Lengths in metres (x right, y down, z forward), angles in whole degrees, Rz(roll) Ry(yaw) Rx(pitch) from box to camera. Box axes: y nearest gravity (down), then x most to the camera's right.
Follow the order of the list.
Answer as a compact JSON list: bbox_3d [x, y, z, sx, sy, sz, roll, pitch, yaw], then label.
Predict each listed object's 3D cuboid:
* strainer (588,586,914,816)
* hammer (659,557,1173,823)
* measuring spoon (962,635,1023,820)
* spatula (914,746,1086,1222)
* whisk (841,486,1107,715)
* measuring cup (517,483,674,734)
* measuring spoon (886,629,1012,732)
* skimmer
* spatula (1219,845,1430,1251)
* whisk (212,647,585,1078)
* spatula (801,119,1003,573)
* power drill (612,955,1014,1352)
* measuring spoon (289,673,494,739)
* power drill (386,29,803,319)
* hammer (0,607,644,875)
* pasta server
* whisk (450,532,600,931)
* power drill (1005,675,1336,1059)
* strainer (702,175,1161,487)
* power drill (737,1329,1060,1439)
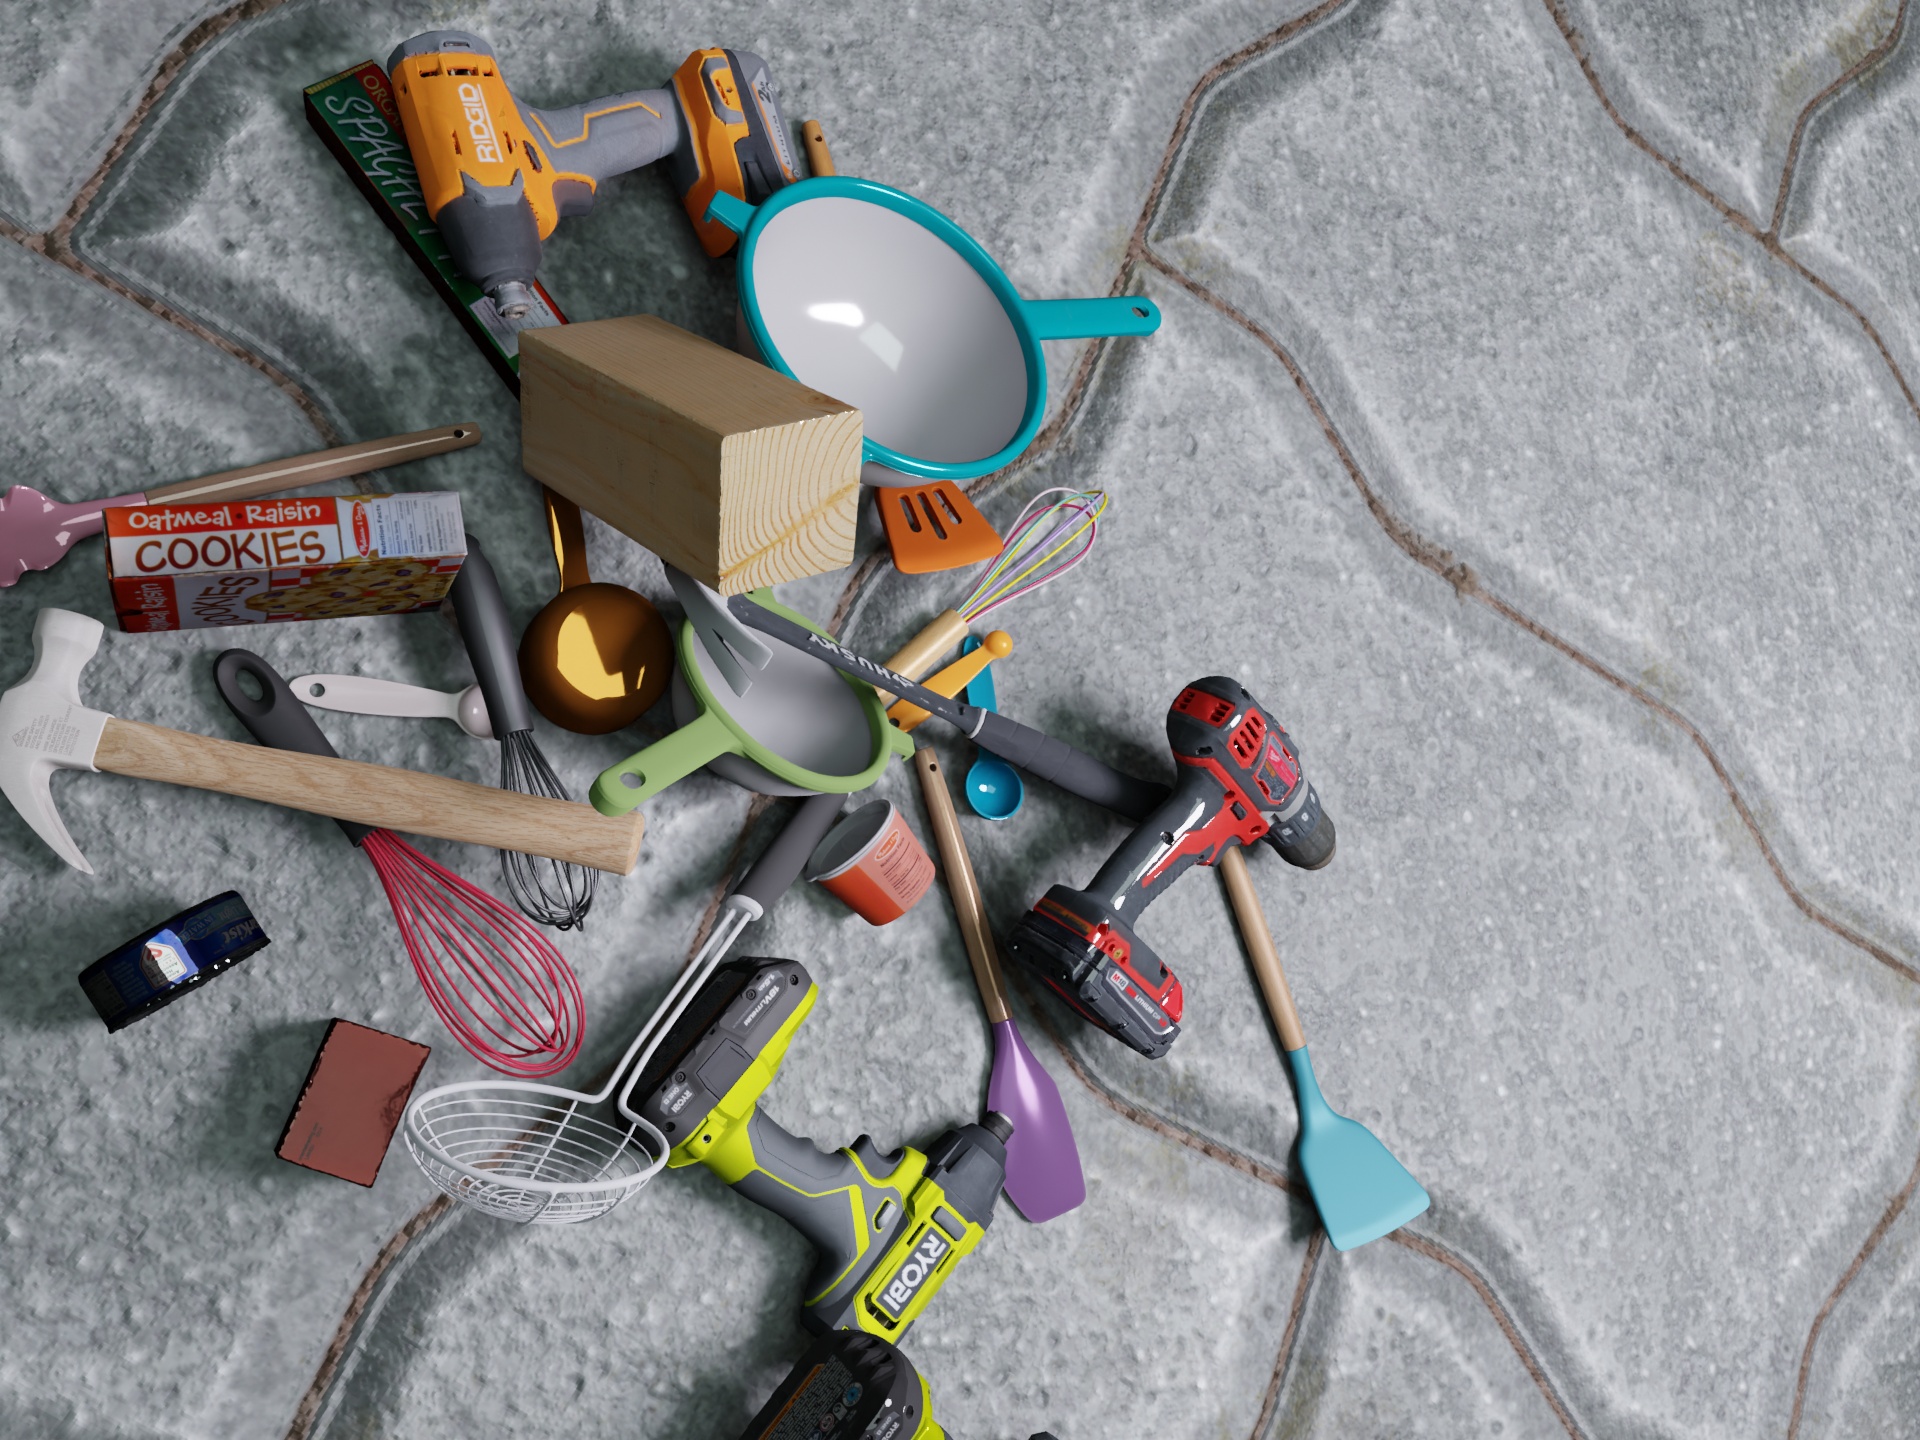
[{"bbox_3d":[-0.141,0.015,0.912,0.151,0.069,0.256,47,31,4],"label":"strainer"},{"bbox_3d":[-0.002,-0.003,0.984,0.408,0.149,0.036,26,112,-34],"label":"hammer"},{"bbox_3d":[0.013,0.006,1.064,0.042,0.021,0.129,0,72,-26],"label":"measuring spoon"},{"bbox_3d":[0.018,0.170,1.033,0.059,0.018,0.316,-15,88,-25],"label":"spatula"},{"bbox_3d":[0.012,-0.080,1.064,0.047,0.051,0.245,36,67,30],"label":"whisk"},{"bbox_3d":[-0.222,-0.079,0.945,0.095,0.052,0.173,-10,88,-26],"label":"measuring cup"},{"bbox_3d":[-0.011,-0.024,1.048,0.117,0.011,0.021,-38,79,-18],"label":"measuring spoon"},{"bbox_3d":[-0.152,0.125,0.869,0.127,0.090,0.363,15,44,20],"label":"skimmer"},{"bbox_3d":[0.233,0.204,1.112,0.082,0.044,0.317,-19,88,-19],"label":"spatula"},{"bbox_3d":[-0.312,0.077,0.878,0.073,0.073,0.296,-40,92,-25],"label":"whisk"},{"bbox_3d":[-0.055,-0.251,1.060,0.081,0.041,0.322,-14,86,-25],"label":"spatula"},{"bbox_3d":[-0.079,0.250,0.945,0.223,0.080,0.171,47,67,-15],"label":"power drill"},{"bbox_3d":[-0.319,-0.011,0.914,0.124,0.018,0.034,8,81,-16],"label":"measuring spoon"},{"bbox_3d":[-0.213,-0.326,0.962,0.226,0.084,0.164,-14,85,-33],"label":"power drill"},{"bbox_3d":[-0.335,0.037,0.841,0.331,0.031,0.130,12,75,-6],"label":"hammer"},{"bbox_3d":[-0.417,-0.126,0.873,0.316,0.040,0.060,-19,95,-27],"label":"pasta server"},{"bbox_3d":[-0.252,0.006,0.904,0.055,0.055,0.239,-14,84,-26],"label":"whisk"},{"bbox_3d":[0.153,0.104,1.042,0.227,0.080,0.187,-53,130,-11],"label":"power drill"},{"bbox_3d":[-0.010,-0.233,1.021,0.340,0.095,0.211,-15,76,-40],"label":"strainer"},{"bbox_3d":[-0.032,0.469,0.902,0.190,0.080,0.228,-50,121,-13],"label":"power drill"}]
